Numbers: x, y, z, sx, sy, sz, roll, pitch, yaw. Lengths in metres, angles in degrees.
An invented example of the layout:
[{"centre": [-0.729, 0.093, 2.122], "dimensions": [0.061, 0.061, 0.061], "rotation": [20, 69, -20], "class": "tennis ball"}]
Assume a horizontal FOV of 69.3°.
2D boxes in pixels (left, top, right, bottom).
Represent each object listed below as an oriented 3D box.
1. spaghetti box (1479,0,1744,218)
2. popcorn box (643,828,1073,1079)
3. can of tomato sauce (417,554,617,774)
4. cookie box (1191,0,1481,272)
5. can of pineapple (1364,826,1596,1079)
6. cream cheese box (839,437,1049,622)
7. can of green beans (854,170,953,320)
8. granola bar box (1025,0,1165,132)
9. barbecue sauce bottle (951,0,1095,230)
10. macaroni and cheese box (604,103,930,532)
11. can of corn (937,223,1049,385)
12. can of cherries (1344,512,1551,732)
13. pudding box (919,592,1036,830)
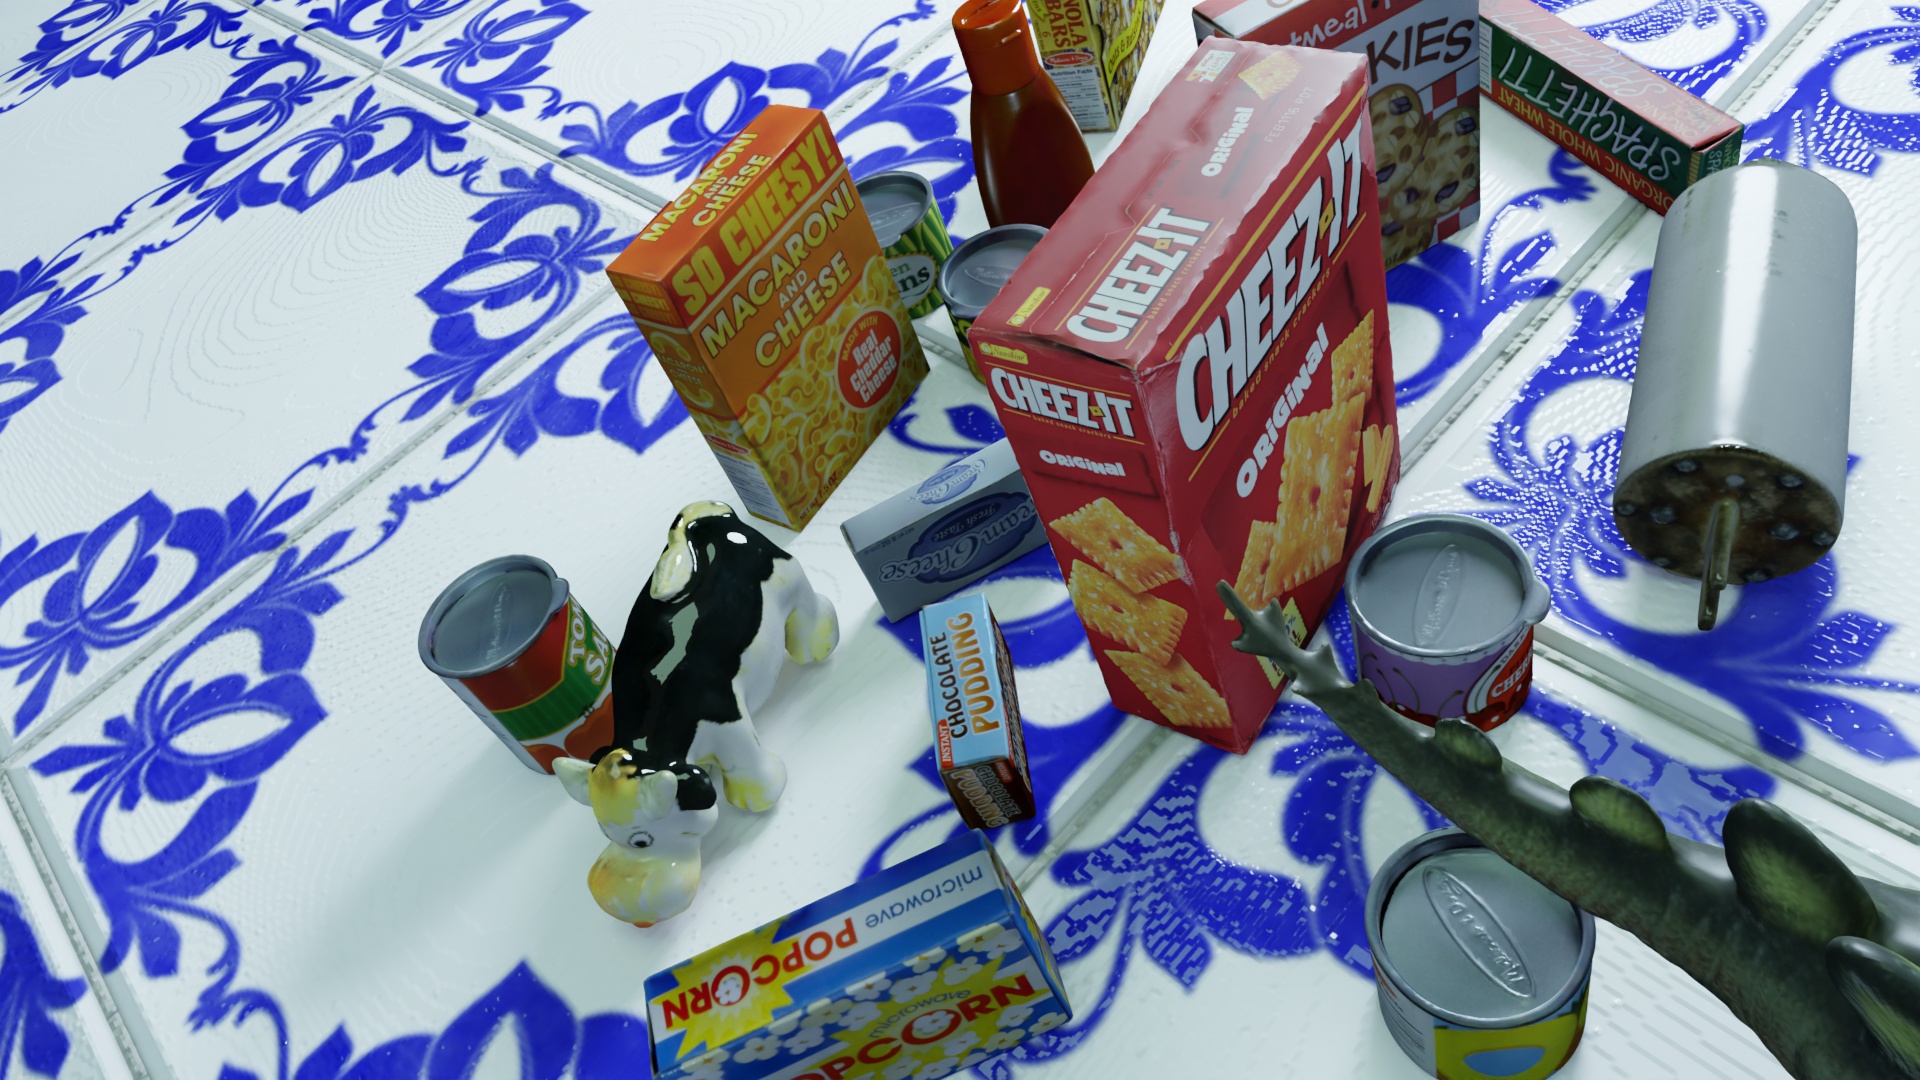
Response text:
[{"centre": [0.306, -0.243, 0.725], "dimensions": [0.029, 0.050, 0.251], "rotation": [-27, 46, -3], "class": "spaghetti box"}, {"centre": [-0.032, 0.158, 0.476], "dimensions": [0.127, 0.085, 0.038], "rotation": [-24, 46, -1], "class": "popcorn box"}, {"centre": [-0.190, 0.056, 0.627], "dimensions": [0.071, 0.082, 0.071], "rotation": [-11, 48, 12], "class": "can of tomato sauce"}, {"centre": [0.181, -0.197, 0.651], "dimensions": [0.123, 0.166, 0.040], "rotation": [-30, 47, -6], "class": "cookie box"}, {"centre": [0.167, 0.133, 0.441], "dimensions": [0.071, 0.057, 0.071], "rotation": [-11, 48, 12], "class": "can of pineapple"}, {"centre": [0.002, -0.008, 0.631], "dimensions": [0.104, 0.053, 0.024], "rotation": [-28, 46, -4], "class": "cream cheese box"}, {"centre": [-0.039, -0.164, 0.781], "dimensions": [0.071, 0.057, 0.071], "rotation": [-11, 48, 12], "class": "can of green beans"}, {"centre": [0.086, -0.350, 0.852], "dimensions": [0.039, 0.123, 0.166], "rotation": [3, 52, 23], "class": "granola bar box"}, {"centre": [0.033, -0.214, 0.735], "dimensions": [0.065, 0.148, 0.044], "rotation": [-35, 47, -10], "class": "barbecue sauce bottle"}, {"centre": [-0.086, -0.104, 0.671], "dimensions": [0.040, 0.165, 0.124], "rotation": [18, 59, 32], "class": "macaroni and cheese box"}, {"centre": [0.026, -0.118, 0.715], "dimensions": [0.071, 0.058, 0.071], "rotation": [-11, 48, 12], "class": "can of corn"}, {"centre": [0.183, 0.034, 0.522], "dimensions": [0.071, 0.058, 0.072], "rotation": [-11, 48, 12], "class": "can of cherries"}, {"centre": [0.006, 0.068, 0.565], "dimensions": [0.030, 0.049, 0.084], "rotation": [-15, 47, 8], "class": "pudding box"}]
